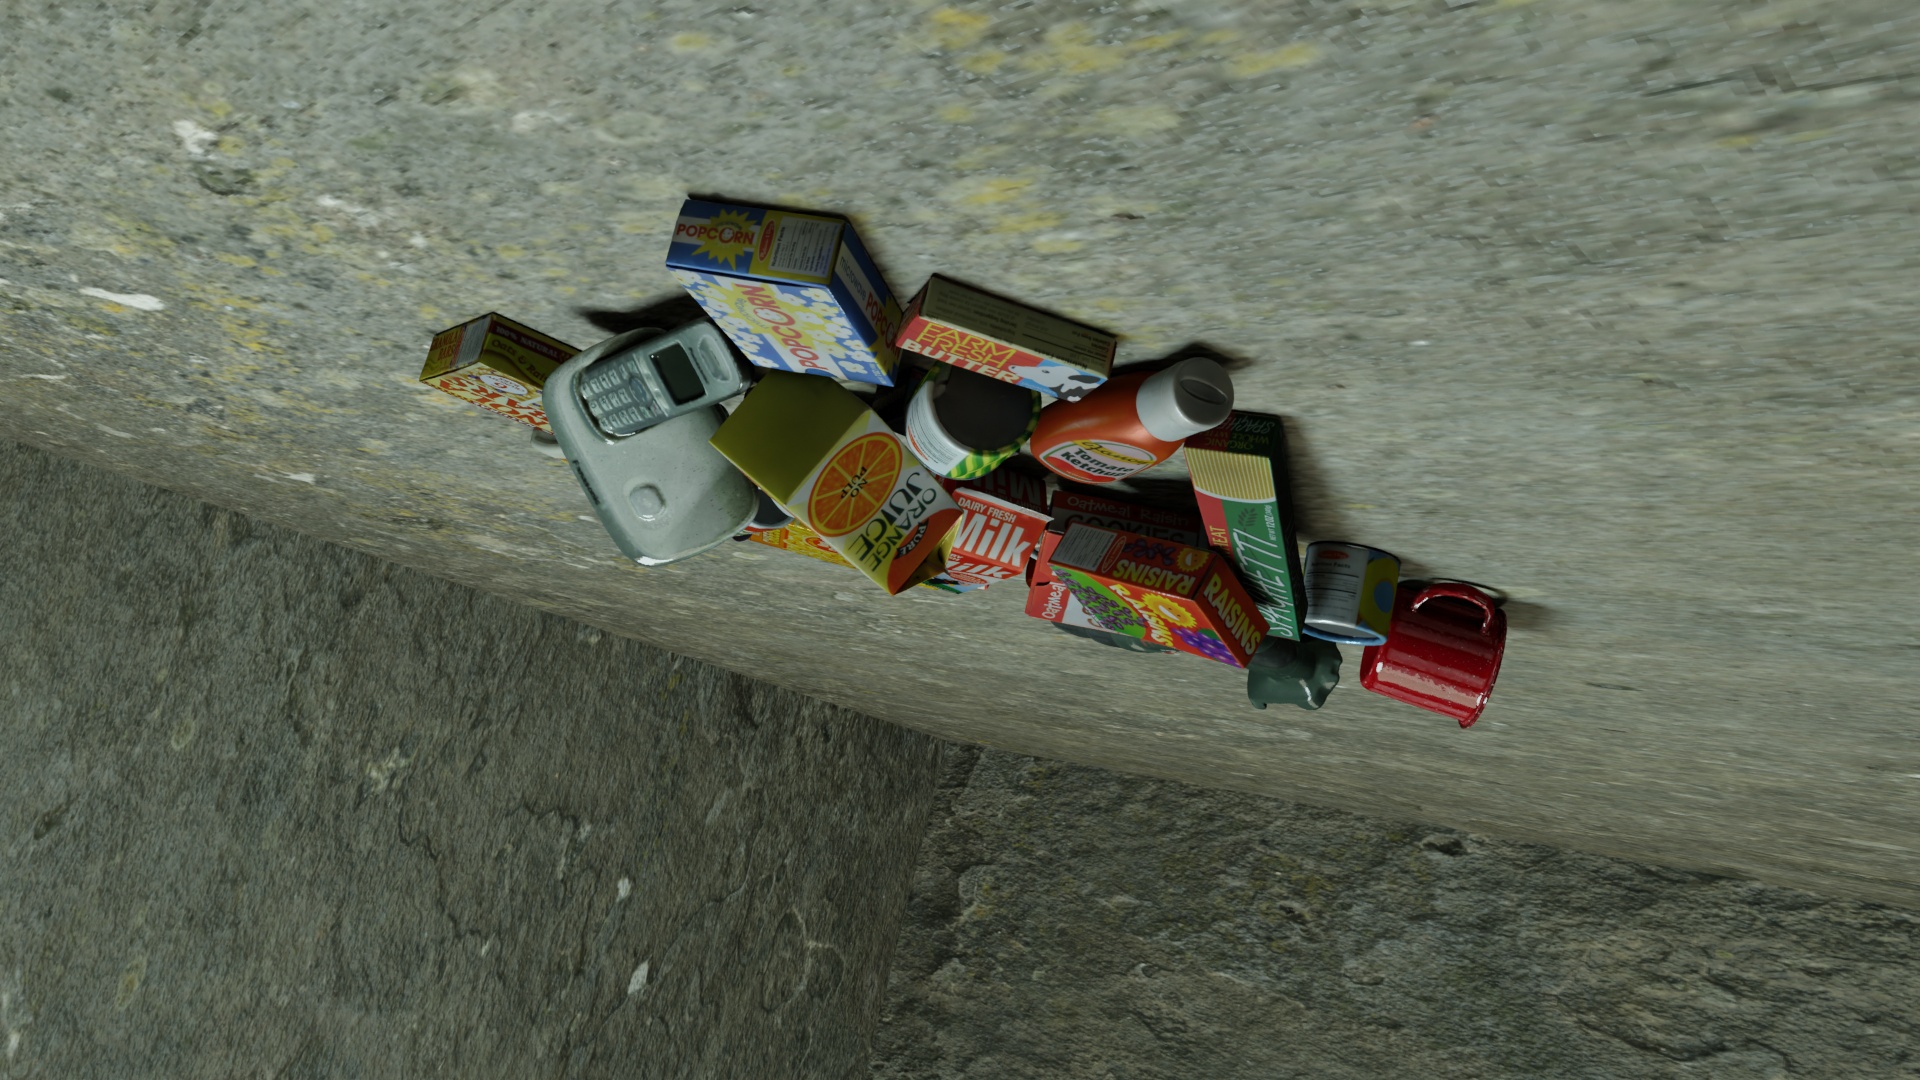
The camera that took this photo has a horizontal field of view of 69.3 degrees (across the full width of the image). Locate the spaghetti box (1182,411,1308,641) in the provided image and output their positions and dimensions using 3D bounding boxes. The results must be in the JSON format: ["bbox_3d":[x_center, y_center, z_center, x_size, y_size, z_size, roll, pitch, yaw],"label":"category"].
[{"bbox_3d":[0.182,-0.002,0.861,0.050,0.029,0.249,10,156,23],"label":"spaghetti box"}]

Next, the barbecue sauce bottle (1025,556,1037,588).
[{"bbox_3d":[0.128,0.033,1.156,0.148,0.044,0.065,2,161,43],"label":"barbecue sauce bottle"}]

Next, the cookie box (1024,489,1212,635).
[{"bbox_3d":[0.138,0.027,1.014,0.167,0.040,0.122,11,147,2],"label":"cookie box"}]

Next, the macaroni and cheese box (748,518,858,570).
[{"bbox_3d":[-0.152,-0.019,1.249,0.166,0.040,0.123,15,167,-5],"label":"macaroni and cheese box"}]

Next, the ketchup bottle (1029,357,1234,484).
[{"bbox_3d":[0.094,-0.065,0.752,0.065,0.043,0.148,18,167,-18],"label":"ketchup bottle"}]

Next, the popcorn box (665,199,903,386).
[{"bbox_3d":[-0.084,-0.123,0.704,0.085,0.038,0.126,10,167,15],"label":"popcorn box"}]

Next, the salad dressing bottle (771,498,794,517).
[{"bbox_3d":[-0.108,-0.044,1.047,0.044,0.064,0.147,2,174,9],"label":"salad dressing bottle"}]

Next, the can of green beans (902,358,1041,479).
[{"bbox_3d":[0.006,-0.072,0.767,0.071,0.071,0.057,17,167,-11],"label":"can of green beans"}]

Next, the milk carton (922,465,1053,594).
[{"bbox_3d":[0.004,-0.013,1.019,0.072,0.073,0.190,17,167,-14],"label":"milk carton"}]

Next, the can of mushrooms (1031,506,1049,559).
[{"bbox_3d":[0.086,0.000,1.076,0.071,0.033,0.071,13,166,3],"label":"can of mushrooms"}]

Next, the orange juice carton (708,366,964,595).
[{"bbox_3d":[-0.062,-0.030,0.839,0.072,0.073,0.192,38,176,30],"label":"orange juice carton"}]

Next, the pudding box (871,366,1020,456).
[{"bbox_3d":[-0.008,-0.075,0.853,0.084,0.030,0.049,20,165,-25],"label":"pudding box"}]

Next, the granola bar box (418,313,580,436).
[{"bbox_3d":[-0.292,-0.106,1.014,0.165,0.039,0.124,23,165,-36],"label":"granola bar box"}]

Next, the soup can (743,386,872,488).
[{"bbox_3d":[-0.102,-0.065,0.927,0.084,0.071,0.071,8,166,24],"label":"soup can"}]

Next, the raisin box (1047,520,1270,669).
[{"bbox_3d":[0.130,0.034,0.914,0.123,0.040,0.086,15,155,45],"label":"raisin box"}]

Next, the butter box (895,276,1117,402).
[{"bbox_3d":[0.023,-0.102,0.711,0.103,0.024,0.053,16,167,-12],"label":"butter box"}]

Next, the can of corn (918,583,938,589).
[{"bbox_3d":[-0.038,0.003,1.154,0.058,0.071,0.071,14,168,-4],"label":"can of corn"}]

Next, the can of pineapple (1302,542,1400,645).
[{"bbox_3d":[0.274,0.039,0.983,0.071,0.058,0.071,13,168,3],"label":"can of pineapple"}]

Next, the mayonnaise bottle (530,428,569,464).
[{"bbox_3d":[-0.291,-0.068,1.181,0.065,0.041,0.148,4,164,33],"label":"mayonnaise bottle"}]

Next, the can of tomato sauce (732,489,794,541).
[{"bbox_3d":[-0.171,-0.036,1.121,0.071,0.071,0.083,21,165,-29],"label":"can of tomato sauce"}]
